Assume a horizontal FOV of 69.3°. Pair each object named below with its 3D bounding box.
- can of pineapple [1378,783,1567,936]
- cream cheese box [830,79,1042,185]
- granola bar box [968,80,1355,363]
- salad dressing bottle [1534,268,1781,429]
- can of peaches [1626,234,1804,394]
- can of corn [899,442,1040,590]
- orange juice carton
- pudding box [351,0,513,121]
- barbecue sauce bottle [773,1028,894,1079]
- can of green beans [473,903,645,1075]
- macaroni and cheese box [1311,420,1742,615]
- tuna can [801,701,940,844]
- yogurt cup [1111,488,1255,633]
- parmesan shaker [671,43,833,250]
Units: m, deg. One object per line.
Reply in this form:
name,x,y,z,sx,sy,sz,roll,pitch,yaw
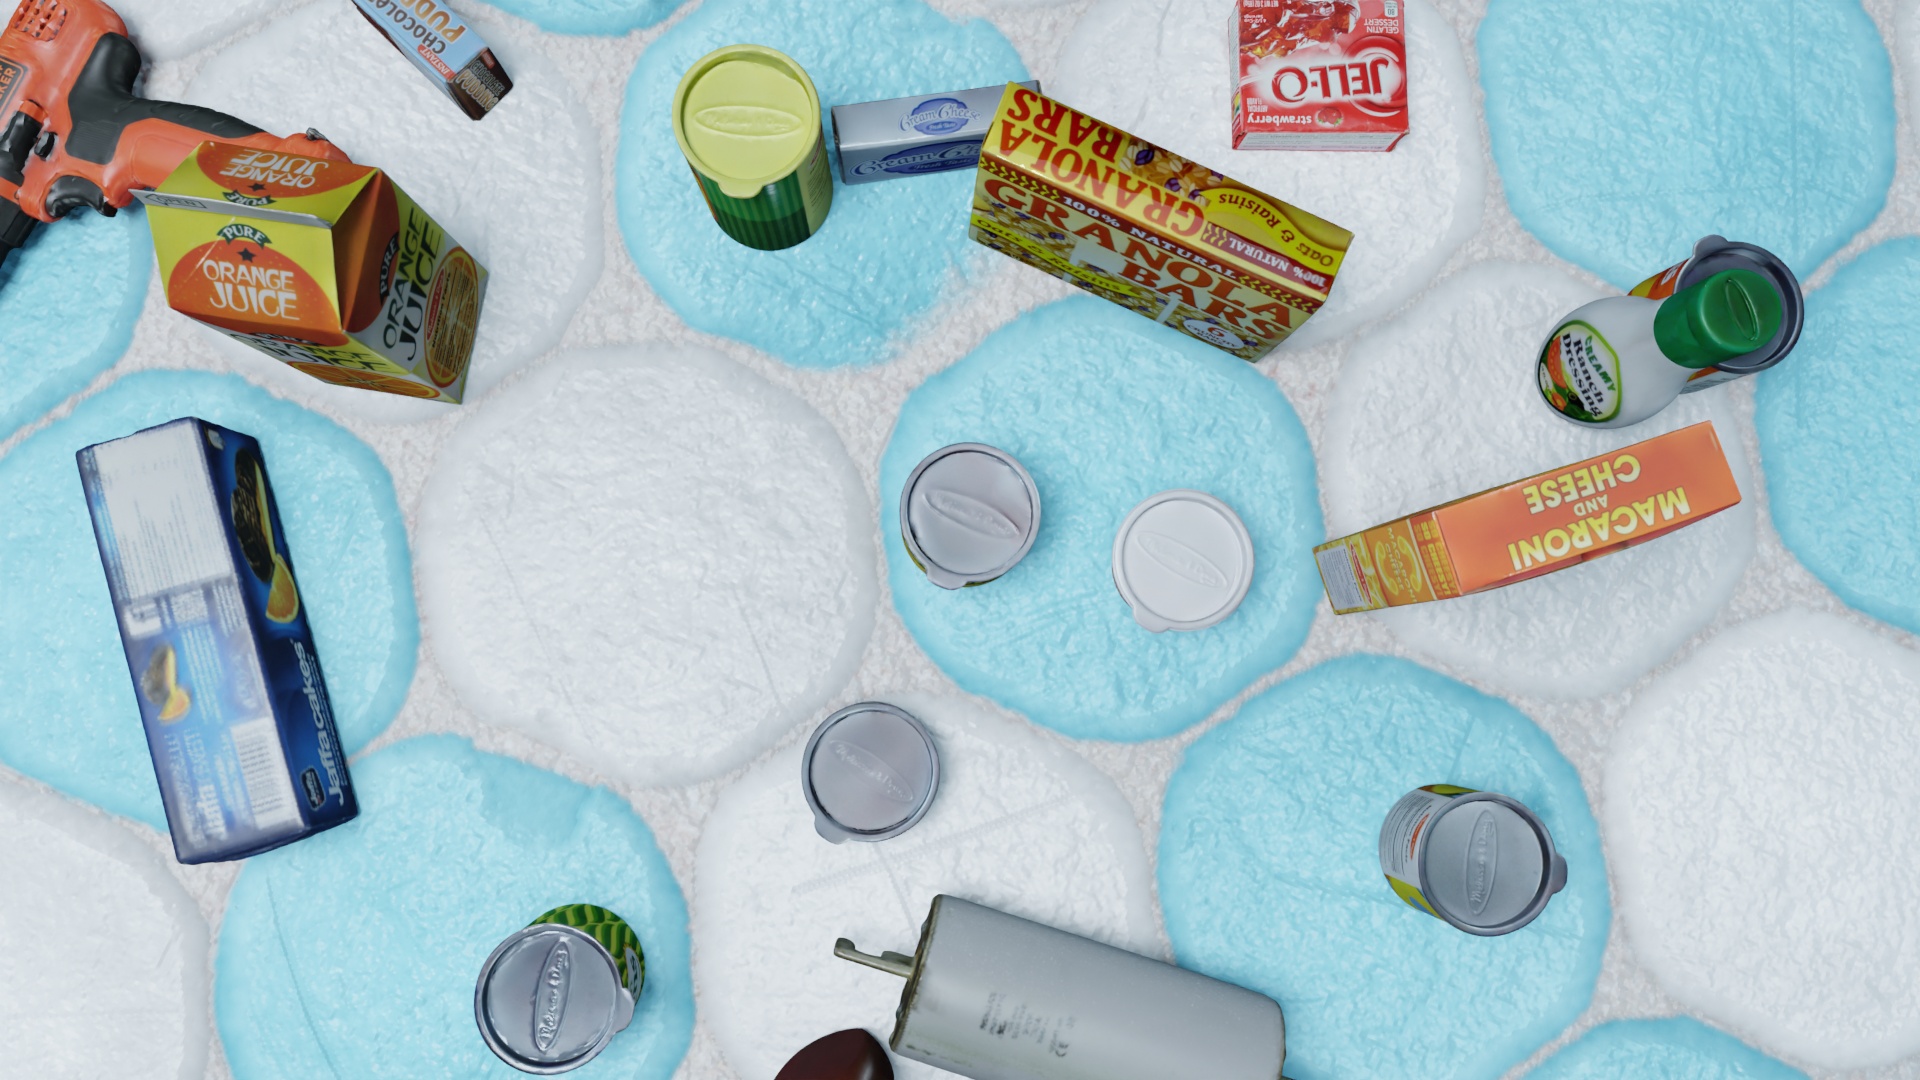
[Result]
can of pineapple,0.244,0.153,0.669,0.071,0.058,0.071,0,84,-2
cream cheese box,-0.012,-0.204,0.698,0.104,0.053,0.024,-9,85,-3
granola bar box,0.087,-0.145,0.660,0.165,0.124,0.039,24,84,0
salad dressing bottle,0.323,-0.091,0.652,0.044,0.147,0.064,-19,86,-4
can of peaches,0.375,-0.113,0.702,0.071,0.058,0.071,0,84,-2
can of corn,0.002,-0.008,0.676,0.071,0.058,0.071,0,84,-2
orange juice carton,-0.276,-0.116,0.608,0.072,0.192,0.073,9,84,-1
pudding box,-0.269,-0.255,0.694,0.084,0.049,0.030,43,85,2
barbecue sauce bottle,-0.061,0.256,0.600,0.065,0.148,0.043,-34,87,-5
can of green beans,-0.184,0.207,0.646,0.071,0.058,0.071,0,84,-2
macaroni and cheese box,0.246,-0.005,0.631,0.124,0.166,0.040,-18,86,-4
tuna can,-0.045,0.113,0.674,0.071,0.033,0.071,0,84,-2
yogurt cup,0.105,0.011,0.680,0.072,0.054,0.072,0,84,-2
parmesan shaker,-0.097,-0.182,0.667,0.071,0.103,0.071,0,85,-2
